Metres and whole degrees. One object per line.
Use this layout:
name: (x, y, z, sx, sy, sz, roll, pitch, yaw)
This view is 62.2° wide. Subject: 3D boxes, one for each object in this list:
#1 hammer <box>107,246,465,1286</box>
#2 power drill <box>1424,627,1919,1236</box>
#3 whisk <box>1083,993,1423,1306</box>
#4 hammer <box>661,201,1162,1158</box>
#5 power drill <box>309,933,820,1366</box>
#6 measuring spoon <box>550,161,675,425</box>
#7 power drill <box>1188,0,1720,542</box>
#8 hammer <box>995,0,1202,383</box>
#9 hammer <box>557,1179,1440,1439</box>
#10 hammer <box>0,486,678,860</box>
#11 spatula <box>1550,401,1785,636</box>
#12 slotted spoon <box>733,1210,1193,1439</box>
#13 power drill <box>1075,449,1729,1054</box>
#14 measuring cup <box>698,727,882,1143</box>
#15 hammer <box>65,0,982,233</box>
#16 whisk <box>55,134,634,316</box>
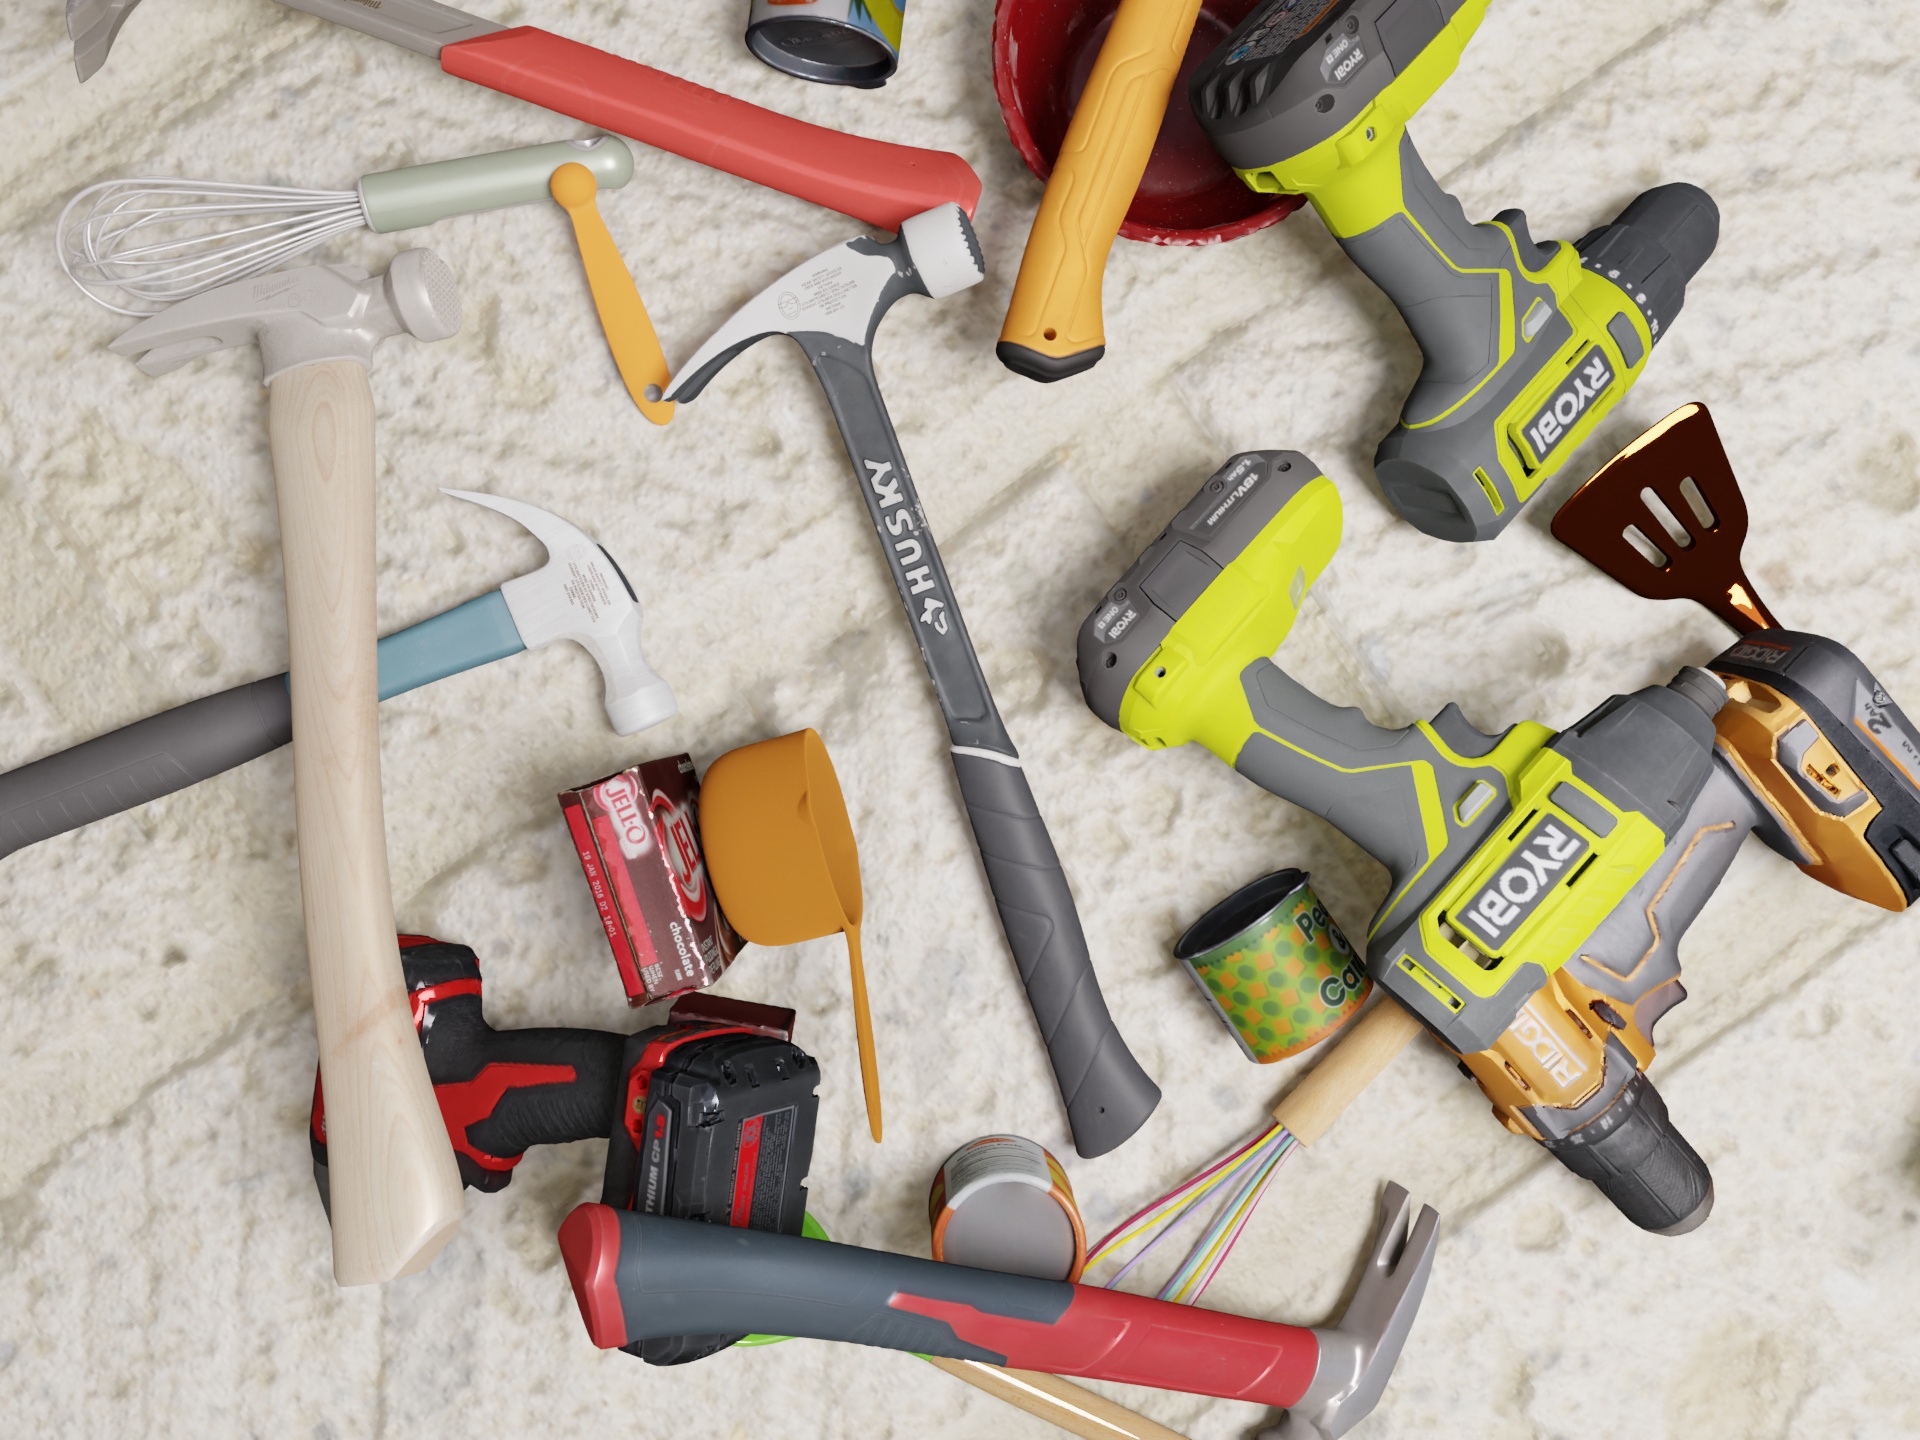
hammer: (-0.257, 0.012, 0.636, 0.146, 0.038, 0.411, -11, 77, 6)
power drill: (0.313, 0.095, 0.674, 0.226, 0.084, 0.185, -42, 98, 3)
whisk: (0.129, 0.196, 0.703, 0.245, 0.051, 0.047, -45, 86, -4)
hammer: (-0.001, -0.002, 0.691, 0.149, 0.036, 0.409, -18, 94, 14)
power drill: (-0.173, 0.173, 0.641, 0.220, 0.078, 0.143, 7, 89, 27)
measuring spoon: (-0.150, -0.184, 0.691, 0.021, 0.011, 0.117, -21, 105, -7)
power drill: (0.214, -0.213, 0.652, 0.190, 0.080, 0.228, -47, 119, -9)
hammer: (0.077, -0.301, 0.639, 0.127, 0.034, 0.337, 19, 91, -10)
hammer: (0.034, 0.218, 0.612, 0.386, 0.038, 0.143, 22, 92, -32)
hammer: (-0.299, -0.002, 0.691, 0.331, 0.033, 0.128, -21, 92, -1)
spatula: (0.394, -0.001, 0.709, 0.081, 0.041, 0.322, -42, 93, 16)
slotted spoon: (0.011, 0.290, 0.707, 0.313, 0.031, 0.070, 25, 90, -4)
power drill: (0.173, -0.003, 0.640, 0.223, 0.080, 0.171, 41, 89, 23)
measuring cup: (-0.069, 0.091, 0.660, 0.052, 0.095, 0.174, -12, 75, 5)
hammer: (-0.167, -0.264, 0.667, 0.359, 0.036, 0.149, 18, 56, -6)
whisk: (-0.263, -0.220, 0.688, 0.246, 0.058, 0.059, -12, 125, -5)
